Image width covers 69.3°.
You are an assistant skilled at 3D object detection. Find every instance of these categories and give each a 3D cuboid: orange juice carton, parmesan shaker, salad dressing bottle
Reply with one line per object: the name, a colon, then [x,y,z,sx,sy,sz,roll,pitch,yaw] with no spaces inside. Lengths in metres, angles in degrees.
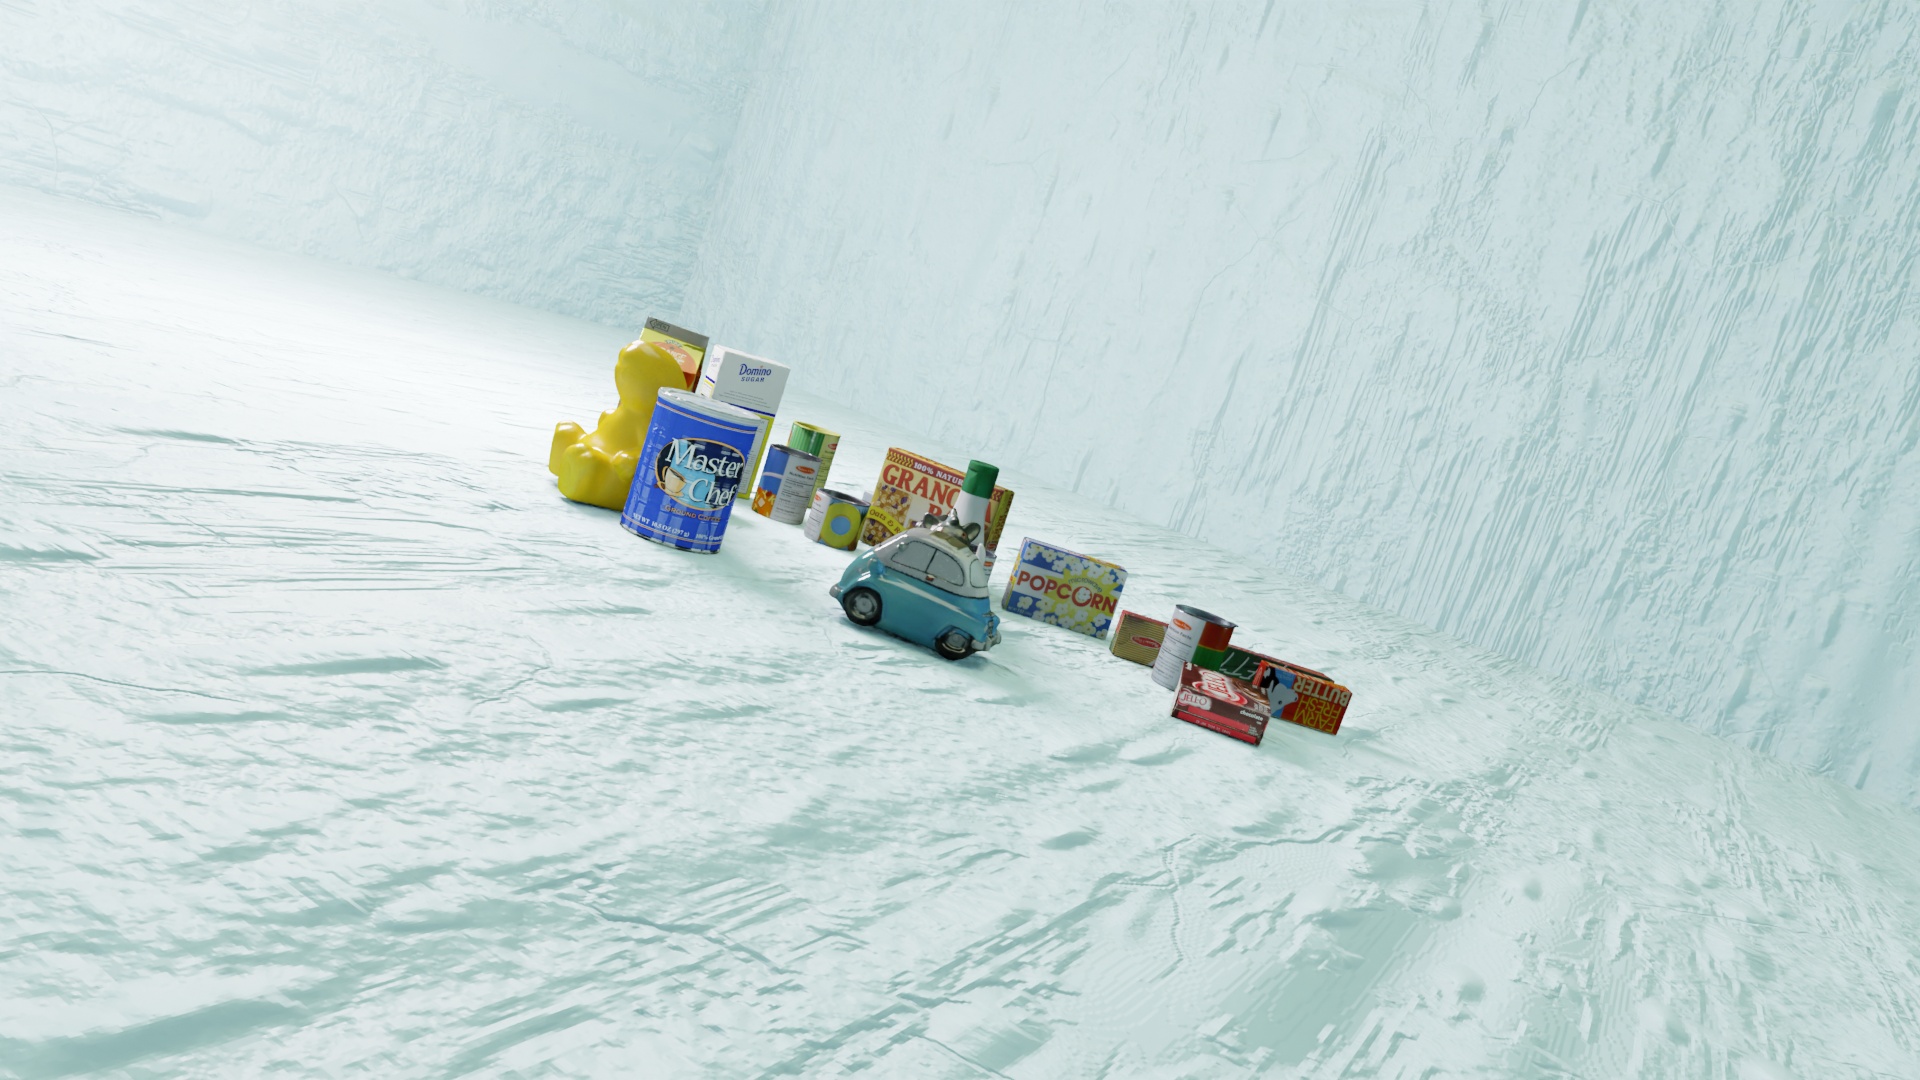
orange juice carton: [-0.336,-0.143,1.524,0.072,0.192,0.073,17,7,-9]
parmesan shaker: [-0.208,-0.101,1.852,0.071,0.103,0.071,18,7,-2]
salad dressing bottle: [0.006,-0.020,1.627,0.044,0.147,0.064,11,10,-44]

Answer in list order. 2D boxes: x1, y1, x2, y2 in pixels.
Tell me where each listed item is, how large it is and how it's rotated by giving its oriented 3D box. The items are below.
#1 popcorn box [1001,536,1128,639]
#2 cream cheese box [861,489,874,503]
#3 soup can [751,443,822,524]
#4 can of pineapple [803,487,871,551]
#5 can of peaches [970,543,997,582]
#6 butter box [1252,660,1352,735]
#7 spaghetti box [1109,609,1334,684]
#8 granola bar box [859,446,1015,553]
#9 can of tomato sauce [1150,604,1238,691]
popcorn box: [0.120,0.055,1.600,0.127,0.085,0.038,17,8,-9]
cream cheese box: [-0.085,-0.023,1.780,0.104,0.053,0.024,23,8,28]
soup can: [-0.213,-0.069,1.694,0.071,0.083,0.071,18,8,-2]
can of pineapple: [-0.144,-0.024,1.638,0.071,0.057,0.071,18,8,-2]
can of peaches: [0.000,0.033,1.571,0.071,0.058,0.071,18,8,-2]
butter box: [0.362,0.169,1.489,0.103,0.053,0.024,17,7,-8]
spaghetti box: [0.290,0.138,1.546,0.250,0.050,0.029,18,7,-5]
granola bar box: [-0.031,-0.030,1.692,0.166,0.124,0.039,22,8,22]
can of tomato sauce: [0.247,0.118,1.468,0.071,0.083,0.071,18,8,-2]
